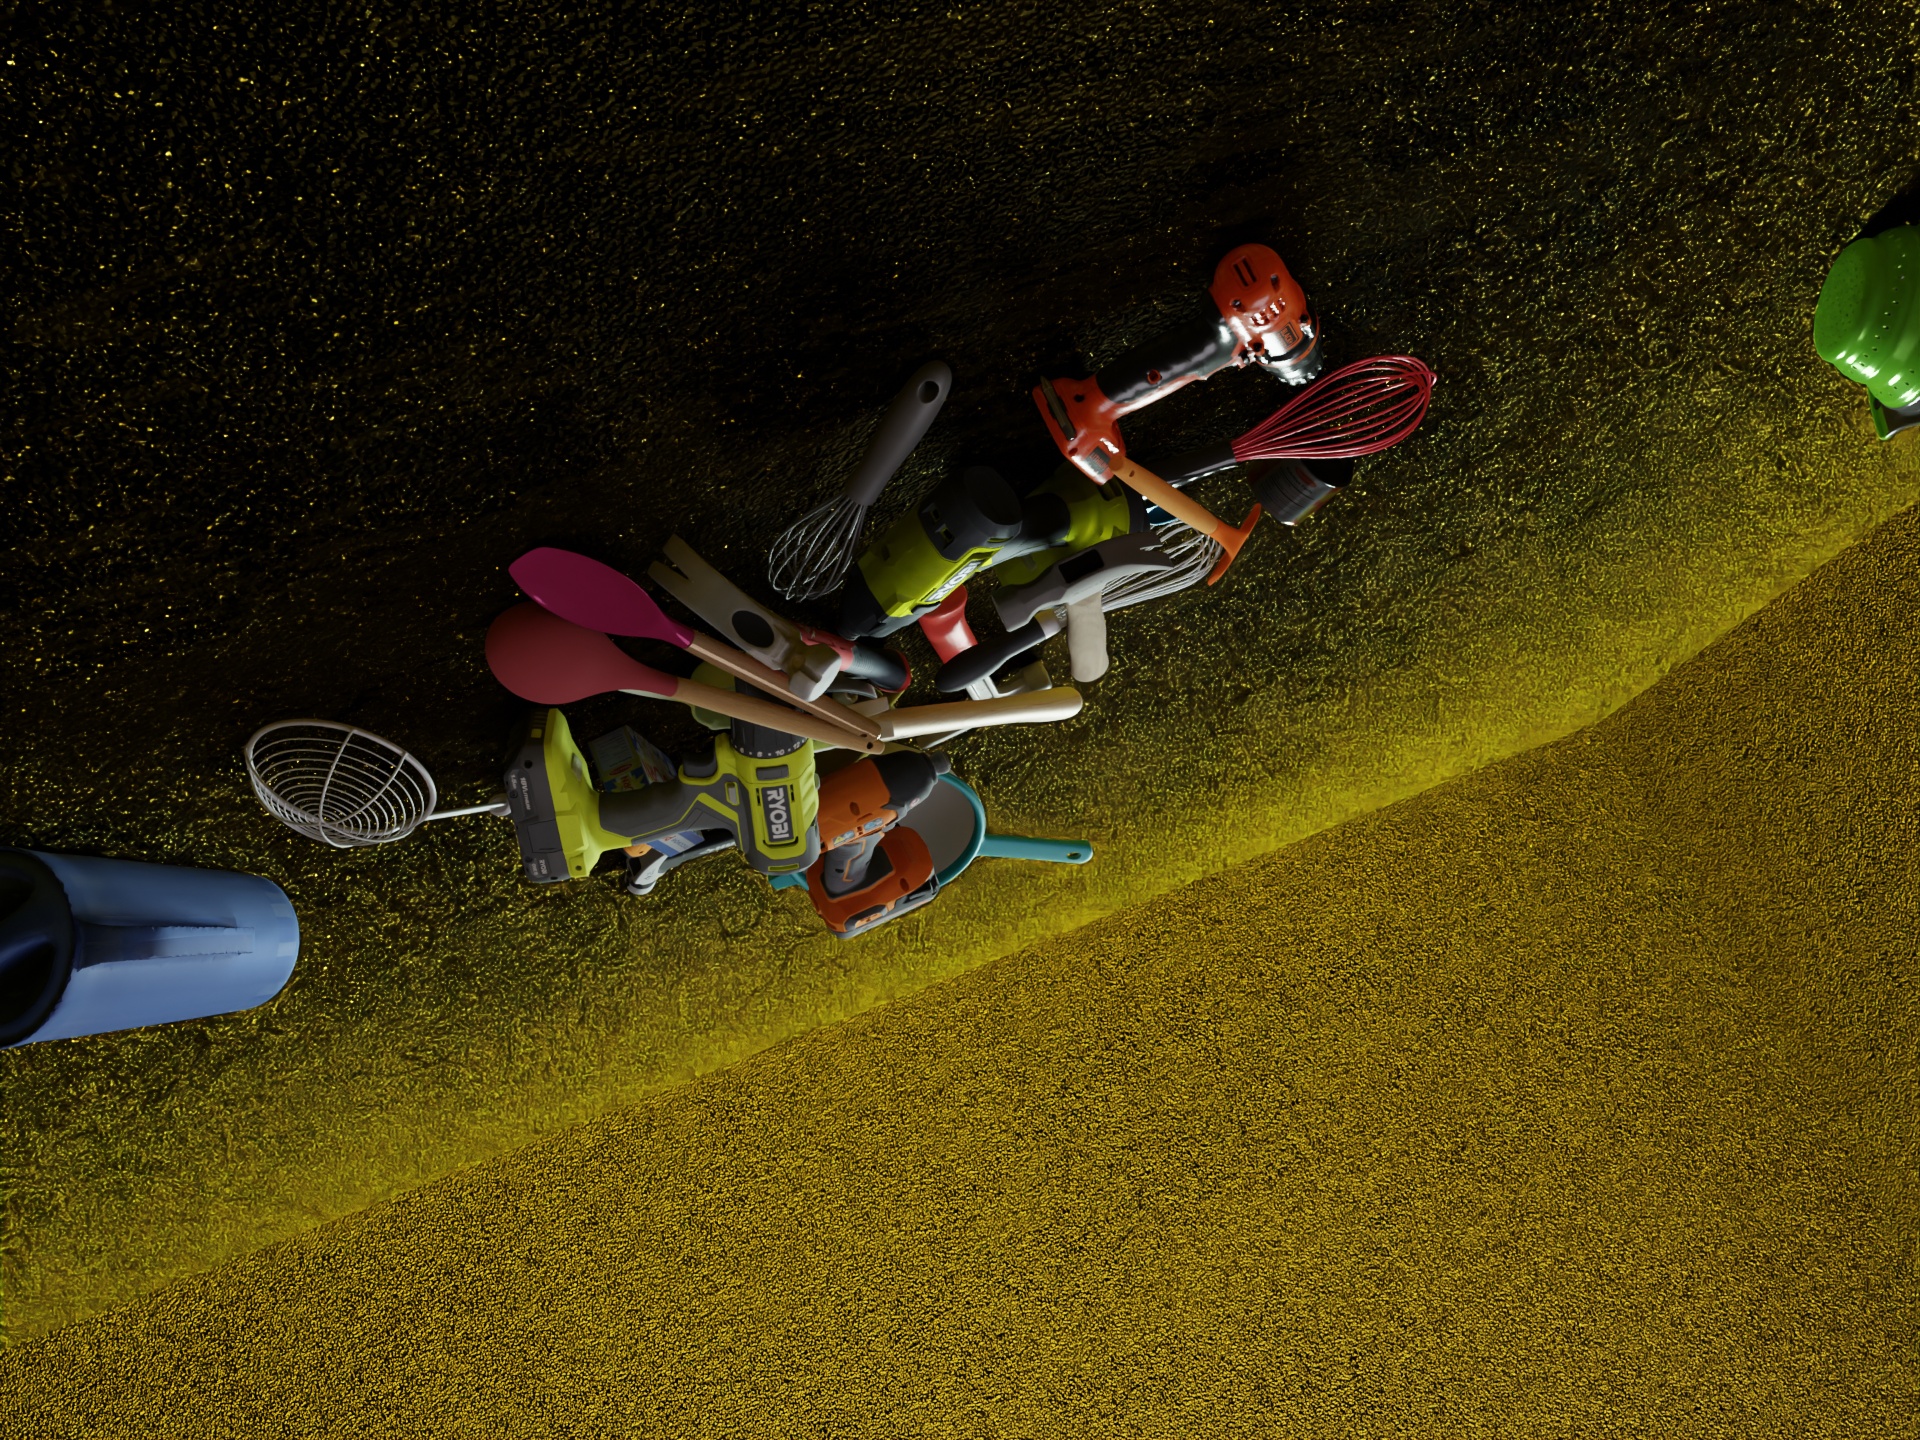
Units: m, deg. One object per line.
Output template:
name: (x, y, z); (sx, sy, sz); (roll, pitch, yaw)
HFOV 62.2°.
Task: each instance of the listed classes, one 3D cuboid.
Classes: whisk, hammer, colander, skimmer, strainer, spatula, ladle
whisk: (0.231, -0.216, 1.247); (0.296, 0.073, 0.073); (-19, 164, 5)
hammer: (-0.112, -0.063, 1.213); (0.038, 0.143, 0.386); (-53, 171, 5)
whisk: (-0.068, -0.154, 1.052); (0.055, 0.055, 0.239); (-10, 154, -39)
colander: (0.847, -0.423, 1.377); (0.094, 0.205, 0.396); (10, 145, 5)
whisk: (0.102, -0.100, 1.367); (0.284, 0.070, 0.070); (-29, 164, -3)
skimmer: (-0.390, 0.040, 1.221); (0.127, 0.090, 0.363); (-10, 178, 16)
hammer: (-0.002, -0.005, 1.416); (0.146, 0.038, 0.410); (-14, 177, 36)
hammer: (-0.217, 0.042, 1.462); (0.127, 0.034, 0.337); (-4, 155, -46)
strainer: (-0.026, 0.096, 1.652); (0.340, 0.095, 0.210); (7, 132, -21)
hammer: (-0.006, -0.053, 1.453); (0.149, 0.037, 0.359); (-25, 164, 3)
hammer: (-0.188, 0.104, 1.692); (0.334, 0.035, 0.146); (-16, 162, -26)
spatula: (0.174, -0.159, 1.212); (0.081, 0.041, 0.322); (-59, 153, 9)
hammer: (0.100, -0.078, 1.252); (0.130, 0.031, 0.331); (-26, 169, 1)
ladle: (-0.182, -0.016, 1.127); (0.315, 0.069, 0.031); (17, -176, -36)

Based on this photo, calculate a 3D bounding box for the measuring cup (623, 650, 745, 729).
measuring cup: (-0.215, -0.034, 1.247); (0.167, 0.038, 0.083); (12, 145, -37)

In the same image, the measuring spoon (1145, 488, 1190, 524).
measuring spoon: (0.131, -0.178, 1.302); (0.128, 0.021, 0.042); (-5, 158, -25)

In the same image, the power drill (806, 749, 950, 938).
power drill: (-0.079, 0.108, 1.484); (0.164, 0.084, 0.226); (-24, 151, -9)

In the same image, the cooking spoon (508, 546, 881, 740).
cooking spoon: (-0.169, -0.047, 1.096); (0.069, 0.017, 0.318); (-24, 143, 35)

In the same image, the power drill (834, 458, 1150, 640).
power drill: (0.021, -0.122, 1.149); (0.223, 0.080, 0.171); (-17, 164, -49)

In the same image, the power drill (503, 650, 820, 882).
power drill: (-0.224, 0.037, 1.217); (0.228, 0.080, 0.190); (-6, 123, -5)
